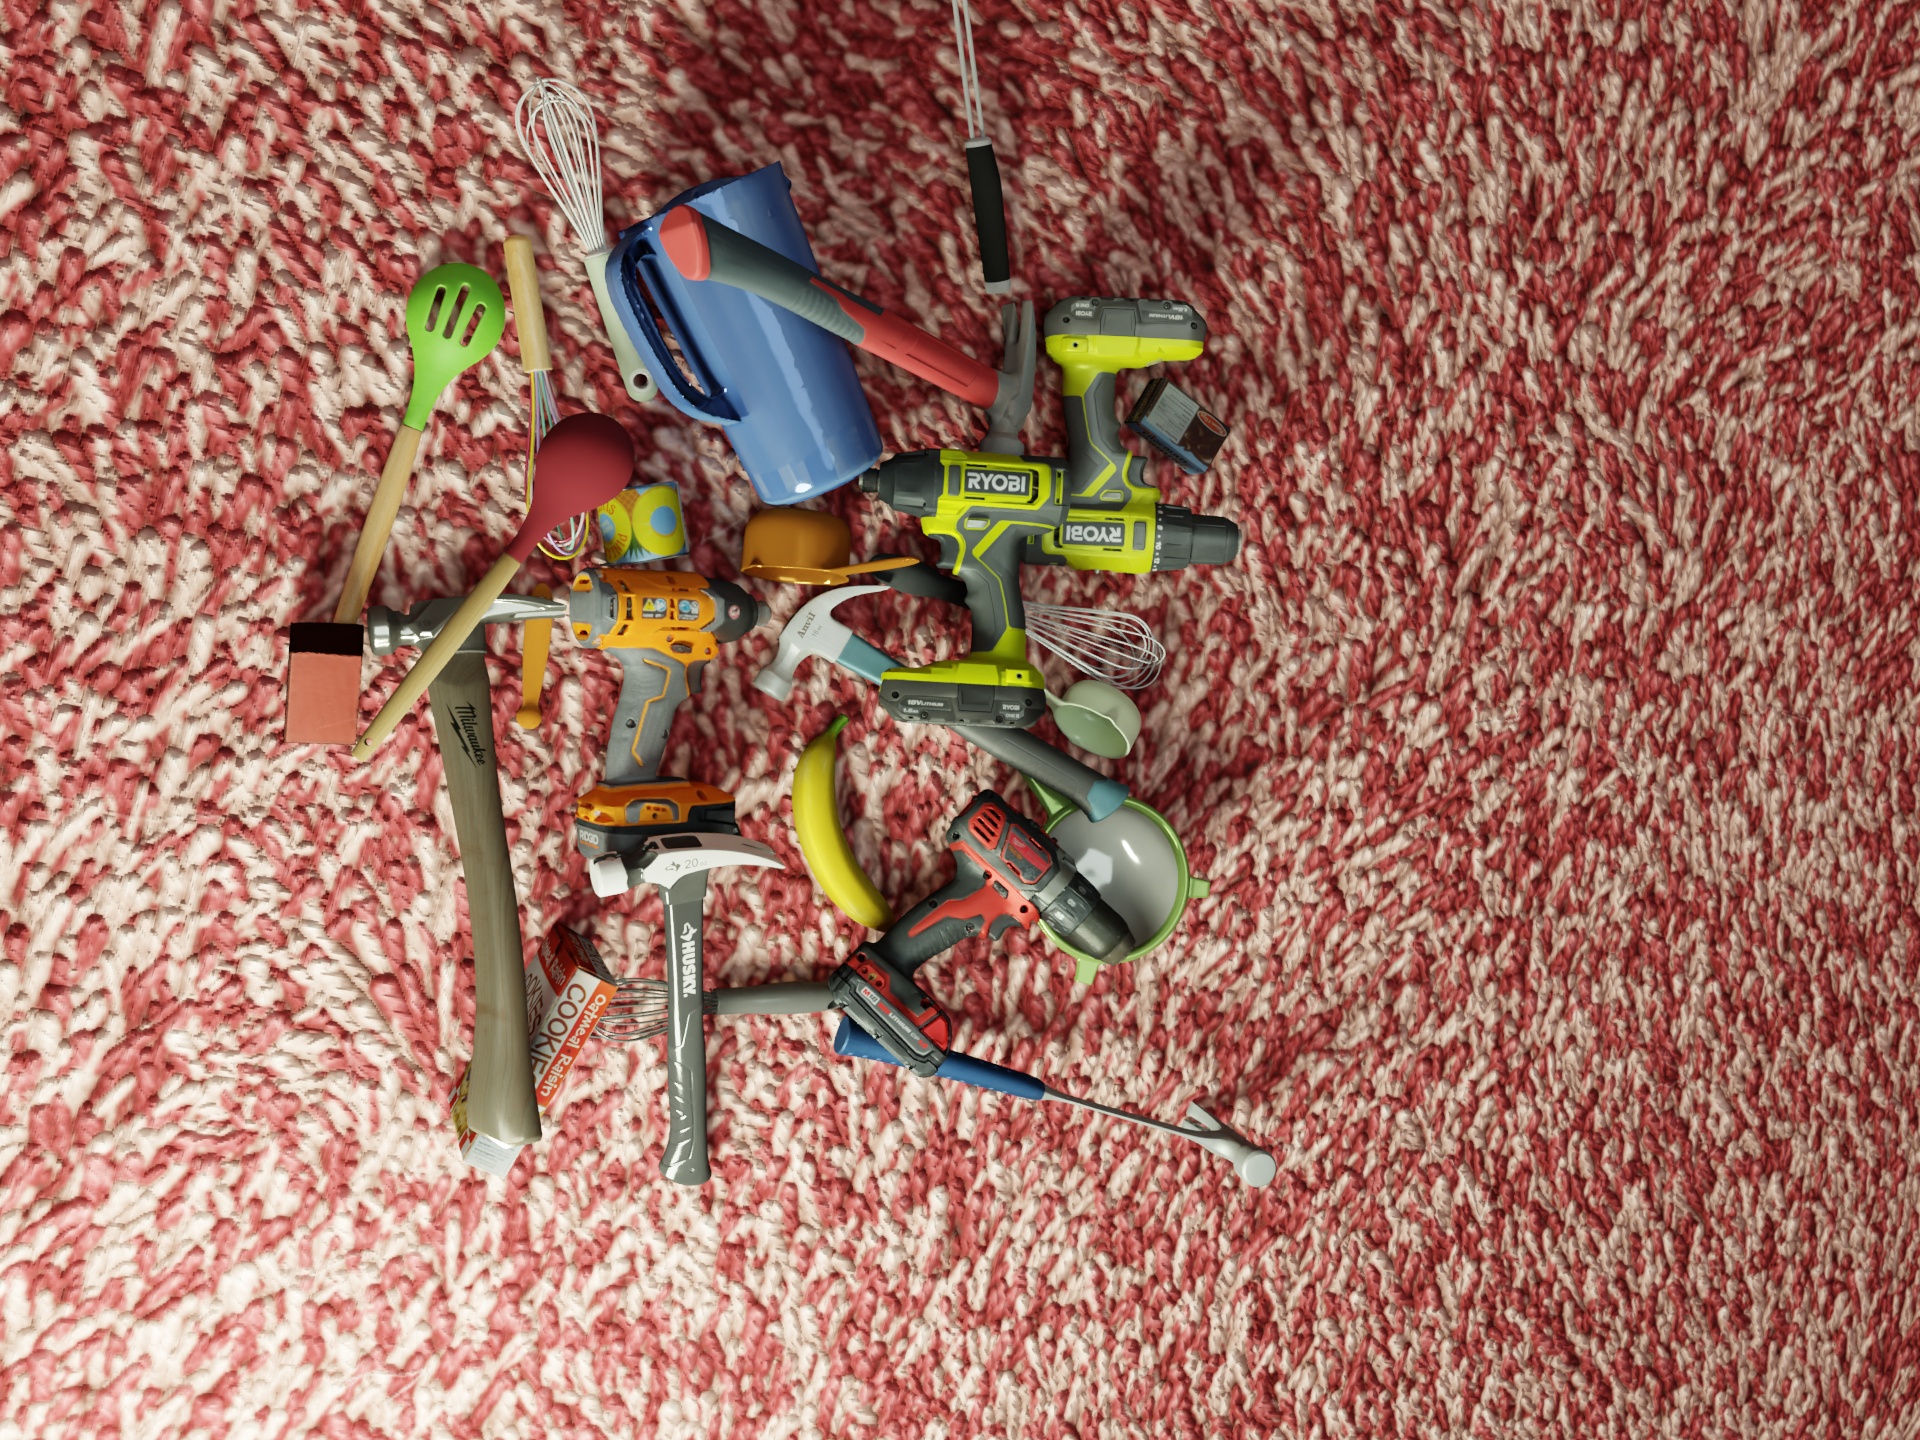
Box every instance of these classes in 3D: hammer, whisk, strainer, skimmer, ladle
[{"bbox_3d":[-0.002,-0.004,1.355,0.331,0.033,0.128,30,84,-12],"label":"hammer"},{"bbox_3d":[-0.279,-0.363,1.212,0.058,0.059,0.246,-19,110,-10],"label":"whisk"},{"bbox_3d":[-0.205,0.239,1.335,0.238,0.055,0.055,1,98,-26],"label":"whisk"},{"bbox_3d":[0.095,0.099,1.432,0.151,0.069,0.256,-35,92,-12],"label":"strainer"},{"bbox_3d":[0.080,0.337,1.437,0.405,0.144,0.035,19,89,-14],"label":"hammer"},{"bbox_3d":[-0.344,0.106,1.184,0.146,0.038,0.411,-7,80,-18],"label":"hammer"},{"bbox_3d":[-0.006,-0.537,1.303,0.127,0.090,0.363,-19,115,-21],"label":"skimmer"},{"bbox_3d":[-0.216,0.239,1.280,0.146,0.035,0.334,-10,119,-26],"label":"hammer"},{"bbox_3d":[-0.348,-0.100,1.175,0.069,0.031,0.315,37,82,-9],"label":"ladle"},{"bbox_3d":[-0.322,-0.245,1.215,0.047,0.051,0.245,-10,99,-15],"label":"whisk"},{"bbox_3d":[-0.069,-0.314,1.207,0.386,0.038,0.143,15,78,-50],"label":"hammer"},{"bbox_3d":[0.052,-0.093,1.383,0.284,0.070,0.070,18,91,-18],"label":"whisk"}]

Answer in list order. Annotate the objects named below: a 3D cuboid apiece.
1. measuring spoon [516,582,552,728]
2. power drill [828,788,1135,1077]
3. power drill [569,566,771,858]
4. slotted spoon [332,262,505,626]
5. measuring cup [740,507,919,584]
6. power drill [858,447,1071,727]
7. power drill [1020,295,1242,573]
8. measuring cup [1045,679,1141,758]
[{"bbox_3d":[-0.335,-0.050,1.255,0.021,0.011,0.117,5,96,-22],"label":"measuring spoon"},{"bbox_3d":[0.019,0.195,1.343,0.188,0.080,0.227,42,81,0],"label":"power drill"},{"bbox_3d":[-0.226,-0.006,1.265,0.164,0.084,0.226,-2,95,-36],"label":"power drill"},{"bbox_3d":[-0.418,-0.194,1.192,0.070,0.031,0.314,20,92,-18],"label":"slotted spoon"},{"bbox_3d":[-0.099,-0.142,1.254,0.095,0.174,0.052,8,82,-51],"label":"measuring cup"},{"bbox_3d":[-0.002,-0.108,1.296,0.171,0.080,0.223,3,87,-4],"label":"power drill"},{"bbox_3d":[0.149,-0.238,1.359,0.190,0.080,0.228,3,97,2],"label":"power drill"},{"bbox_3d":[0.089,-0.031,1.407,0.167,0.083,0.038,38,65,-6],"label":"measuring cup"}]
